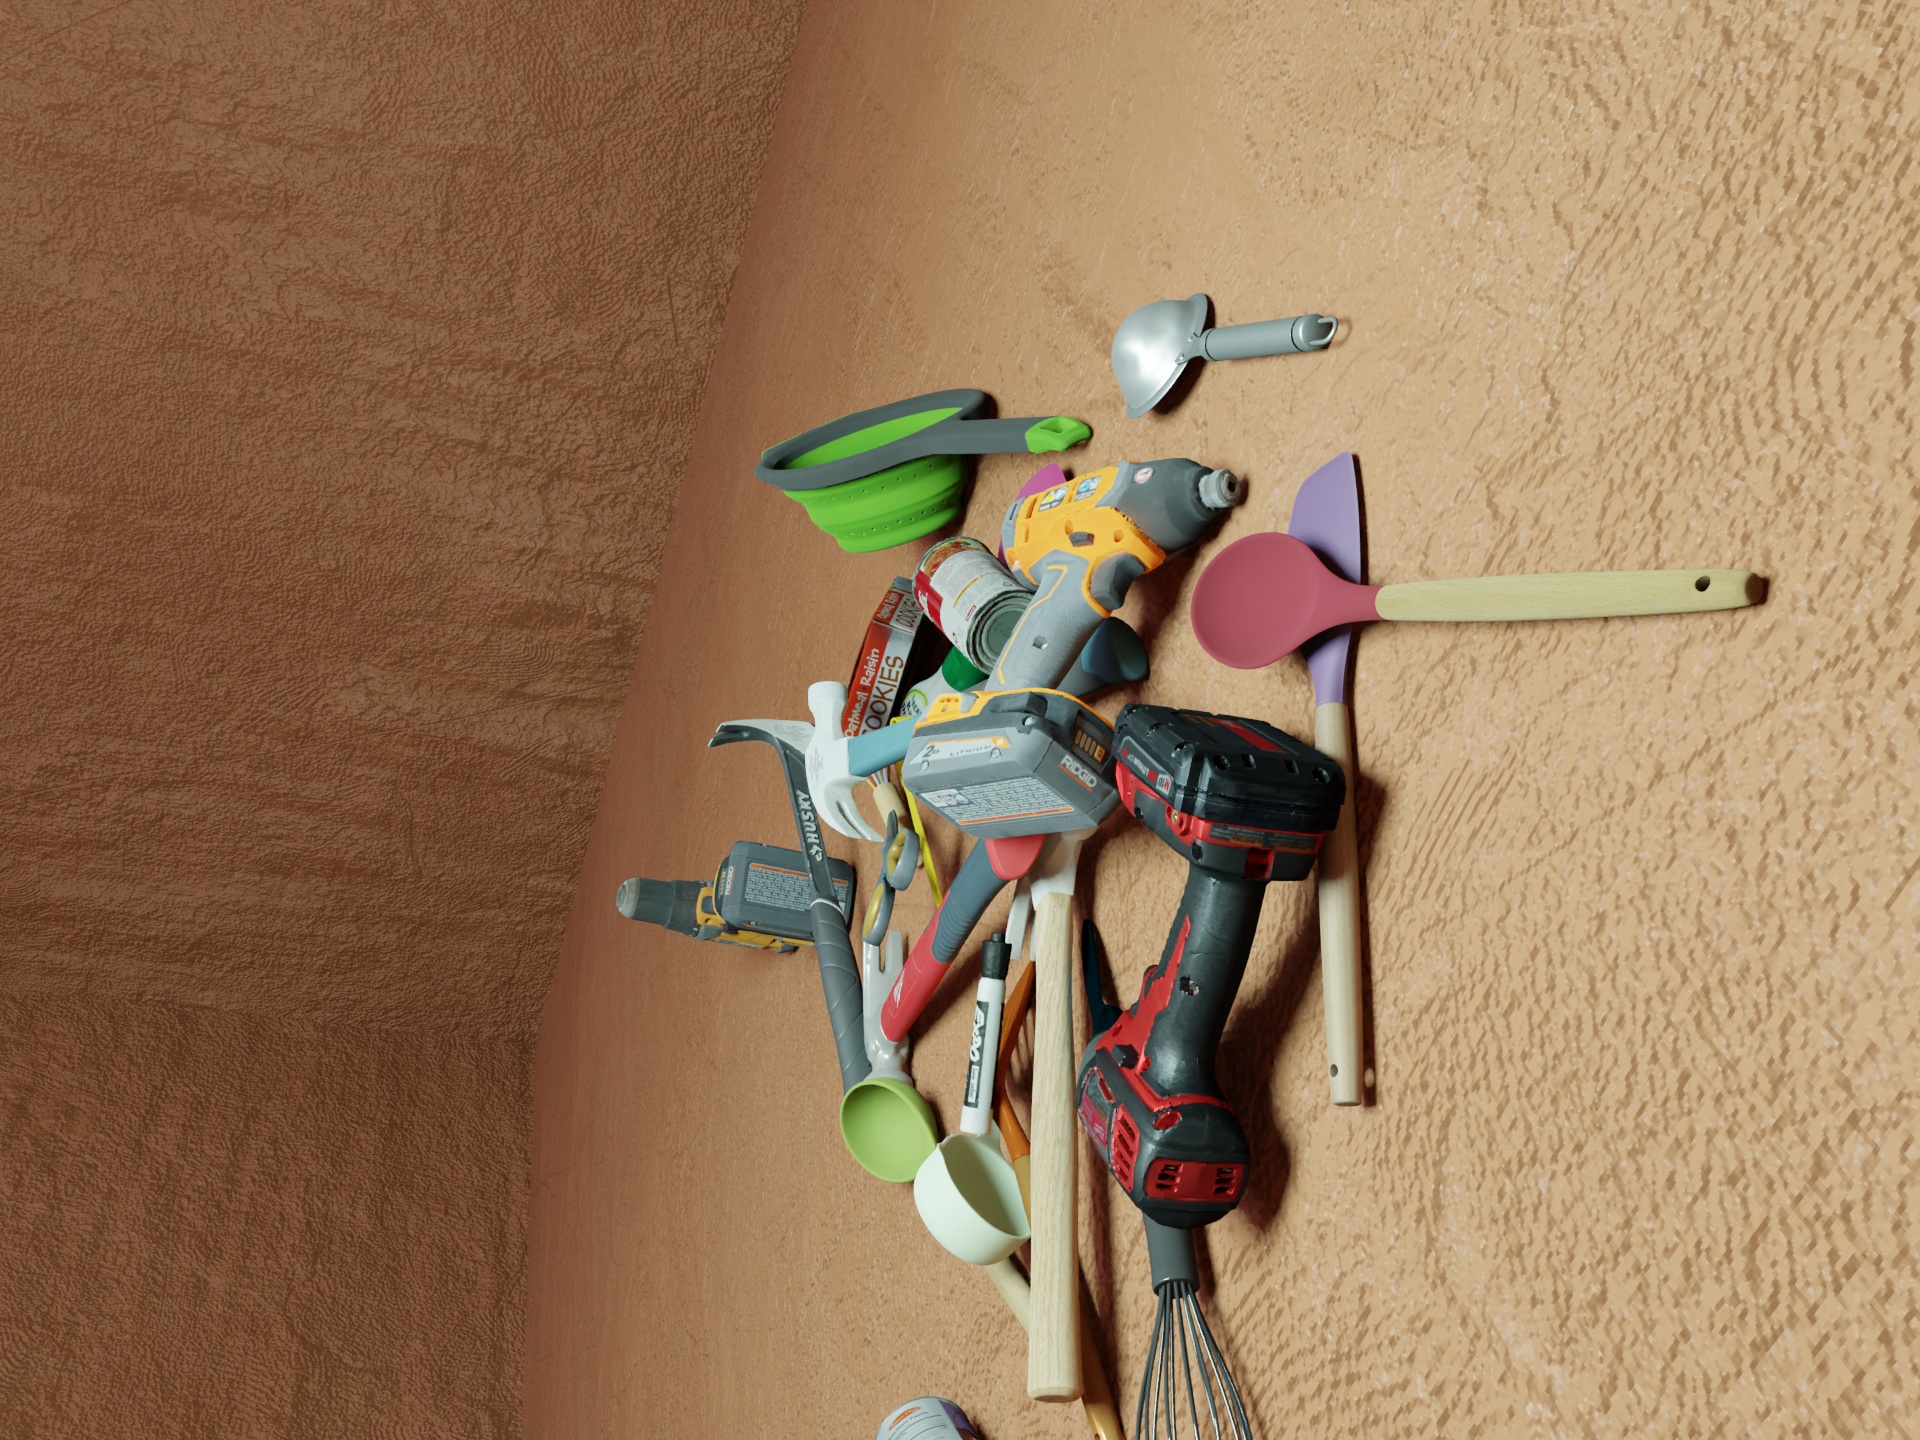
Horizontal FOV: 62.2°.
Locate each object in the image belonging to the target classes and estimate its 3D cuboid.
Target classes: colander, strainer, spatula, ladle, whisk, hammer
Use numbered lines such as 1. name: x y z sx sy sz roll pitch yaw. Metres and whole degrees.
1. colander: -0.018 -0.192 1.274 0.397 0.204 0.094 14 127 56
2. strainer: 0.143 -0.219 0.920 0.087 0.050 0.258 -64 23 -1
3. spatula: 0.052 0.279 0.932 0.323 0.041 0.081 -109 36 -48
4. ladle: -0.009 0.322 1.032 0.320 0.062 0.078 -146 52 -66
5. whisk: -0.067 0.048 1.373 0.245 0.047 0.051 -118 30 -55
6. hammer: 0.052 0.208 0.903 0.130 0.031 0.332 113 162 -56
7. hammer: -0.015 0.139 1.094 0.386 0.038 0.143 116 155 -56
8. hammer: -0.122 0.148 1.367 0.036 0.149 0.409 -55 36 34
9. ladle: 0.196 -0.052 0.667 0.315 0.031 0.069 7 82 65
10. whisk: 0.102 0.272 0.762 0.239 0.055 0.055 -92 22 -44
11. hammer: -0.002 -0.003 1.070 0.331 0.033 0.128 -22 64 47
12. spatula: 0.171 0.019 0.736 0.059 0.018 0.316 -39 43 56

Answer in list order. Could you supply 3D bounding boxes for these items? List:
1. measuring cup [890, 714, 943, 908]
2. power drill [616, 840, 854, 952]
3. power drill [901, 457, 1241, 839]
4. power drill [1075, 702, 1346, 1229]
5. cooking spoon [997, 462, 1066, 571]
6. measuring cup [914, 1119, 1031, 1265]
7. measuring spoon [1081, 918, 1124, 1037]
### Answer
1. measuring cup: -0.020 0.071 1.177 0.062 0.029 0.156 -169 64 -75
2. power drill: -0.216 0.171 1.512 0.226 0.185 0.084 152 128 -62
3. power drill: 0.068 -0.051 0.896 0.164 0.084 0.227 -12 48 49
4. power drill: 0.104 0.110 0.754 0.143 0.078 0.219 -133 51 -73
5. cooking spoon: 0.017 -0.075 1.228 0.318 0.017 0.069 -58 39 46
6. measuring cup: 0.006 0.275 0.995 0.038 0.083 0.168 -48 12 14
7. measuring spoon: 0.086 0.157 0.918 0.129 0.021 0.042 -94 15 -59
